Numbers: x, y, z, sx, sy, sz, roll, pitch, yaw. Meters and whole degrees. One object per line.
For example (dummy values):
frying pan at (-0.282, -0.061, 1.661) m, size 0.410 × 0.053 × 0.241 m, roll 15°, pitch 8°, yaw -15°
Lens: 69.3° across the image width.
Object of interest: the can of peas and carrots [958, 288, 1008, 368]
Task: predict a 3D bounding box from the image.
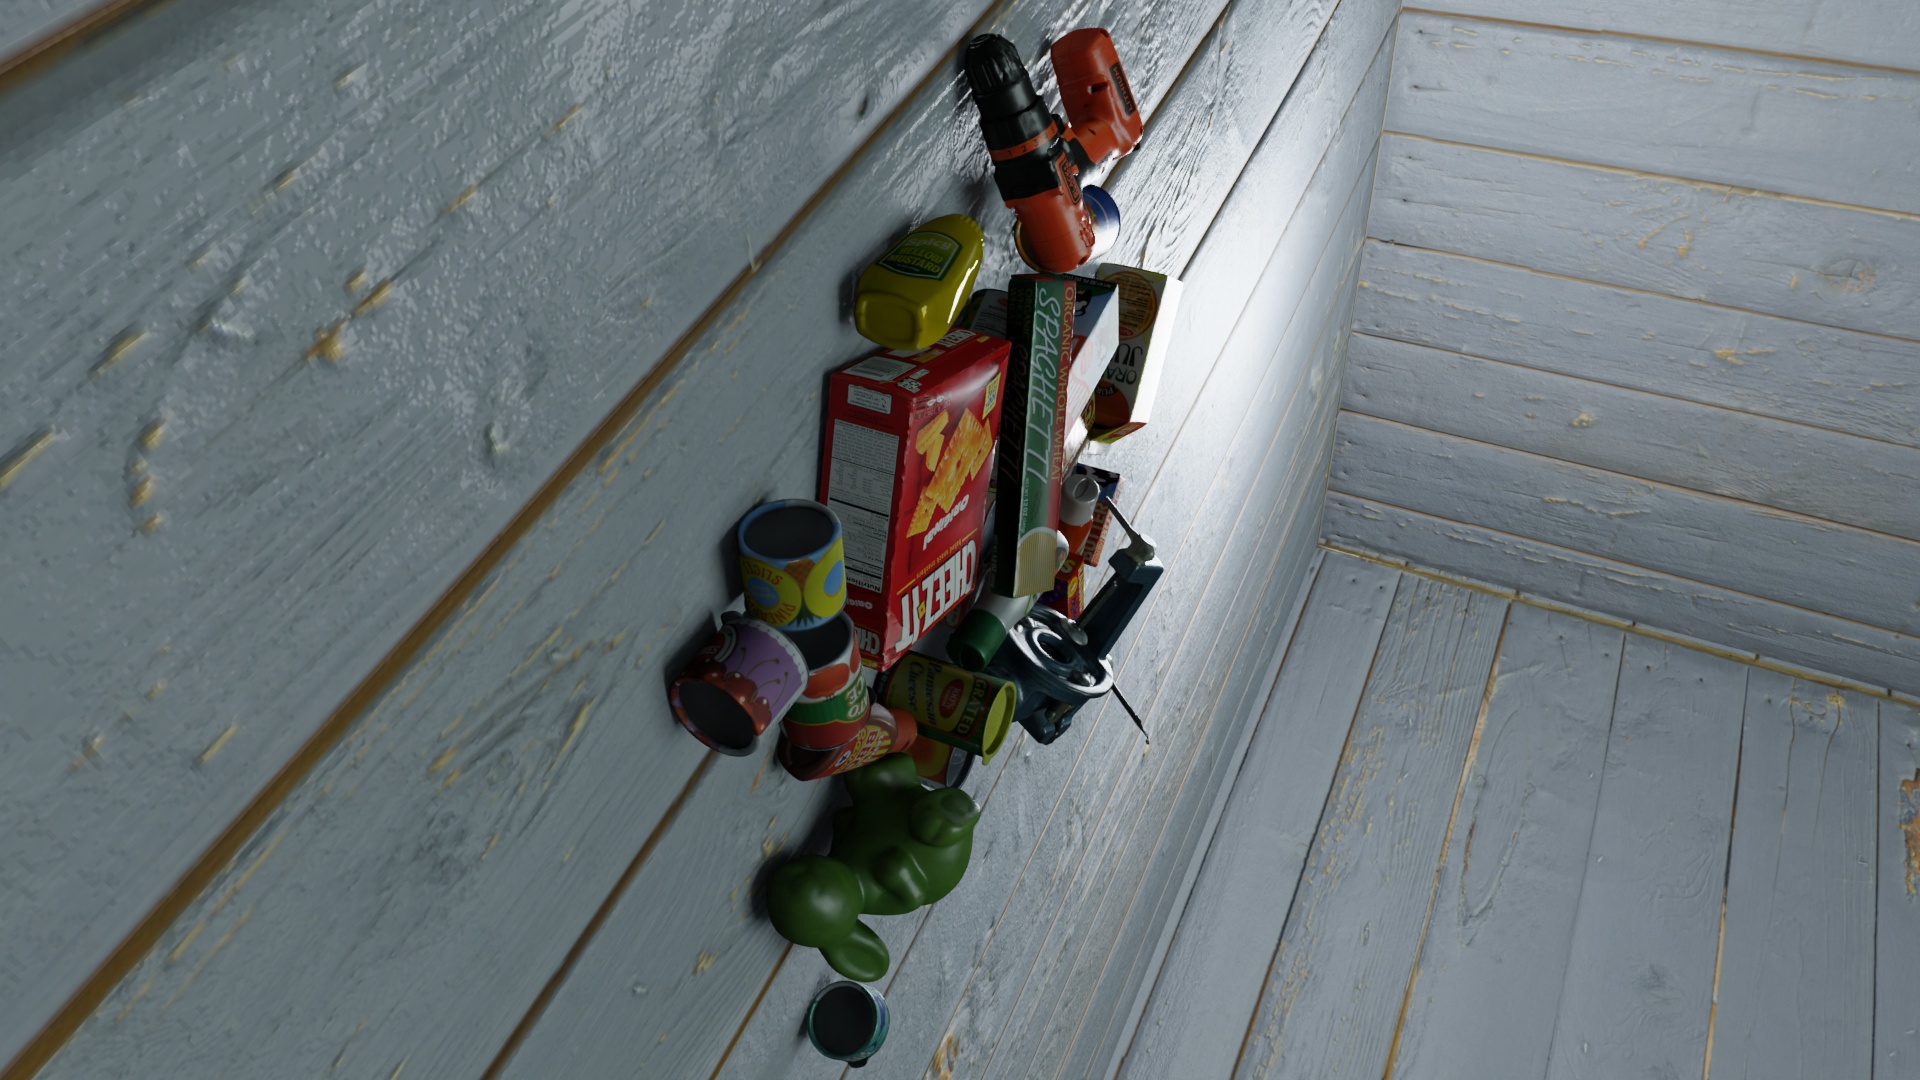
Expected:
can of peas and carrots at (0.029, -0.156, 1.097) m, size 0.059 × 0.071 × 0.070 m, roll -67°, pitch 159°, yaw -16°

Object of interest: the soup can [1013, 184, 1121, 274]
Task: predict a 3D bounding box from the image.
soup can at (0.089, -0.266, 1.175) m, size 0.084 × 0.071 × 0.071 m, roll -37°, pitch 139°, yaw -57°

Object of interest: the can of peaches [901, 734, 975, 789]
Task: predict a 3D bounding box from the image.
can of peaches at (-0.023, 0.182, 1.228) m, size 0.071 × 0.058 × 0.071 m, roll 15°, pitch 91°, yaw -69°

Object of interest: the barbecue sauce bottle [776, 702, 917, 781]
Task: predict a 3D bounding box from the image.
barbecue sauce bottle at (-0.079, 0.147, 1.057) m, size 0.064 × 0.044 × 0.148 m, roll -51°, pitch 160°, yaw 11°

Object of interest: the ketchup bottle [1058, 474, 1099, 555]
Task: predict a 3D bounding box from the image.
ketchup bottle at (0.107, -0.008, 1.397) m, size 0.065 × 0.043 × 0.148 m, roll -58°, pitch 168°, yaw -35°

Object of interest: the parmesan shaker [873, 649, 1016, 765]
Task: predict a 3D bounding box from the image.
parmesan shaker at (-0.015, 0.136, 1.147) m, size 0.071 × 0.103 × 0.071 m, roll 15°, pitch 91°, yaw -70°

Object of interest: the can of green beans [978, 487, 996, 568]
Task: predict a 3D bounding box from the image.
can of green beans at (0.004, -0.016, 1.147) m, size 0.071 × 0.058 × 0.071 m, roll 15°, pitch 91°, yaw -70°

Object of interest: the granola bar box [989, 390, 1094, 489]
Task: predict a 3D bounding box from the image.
granola bar box at (0.078, -0.103, 1.303) m, size 0.123 × 0.039 × 0.166 m, roll 80°, pitch 33°, yaw -50°

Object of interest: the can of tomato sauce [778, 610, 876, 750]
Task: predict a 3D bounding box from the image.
can of tomato sauce at (-0.097, 0.092, 0.949) m, size 0.082 × 0.071 × 0.071 m, roll 84°, pitch 30°, yaw -45°

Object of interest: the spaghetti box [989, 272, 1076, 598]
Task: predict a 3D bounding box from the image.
spaghetti box at (0.055, -0.079, 1.069) m, size 0.050 × 0.029 × 0.249 m, roll -10°, pitch 109°, yaw -45°

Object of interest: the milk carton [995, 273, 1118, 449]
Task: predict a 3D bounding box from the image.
milk carton at (0.072, -0.145, 1.208) m, size 0.073 × 0.072 × 0.191 m, roll 82°, pitch 32°, yaw -49°

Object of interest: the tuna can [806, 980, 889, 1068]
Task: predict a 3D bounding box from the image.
tuna can at (-0.097, 0.416, 1.195) m, size 0.071 × 0.071 × 0.032 m, roll -68°, pitch 157°, yaw -16°

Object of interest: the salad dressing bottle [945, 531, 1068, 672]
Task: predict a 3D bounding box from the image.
salad dressing bottle at (0.038, 0.046, 1.142) m, size 0.148 × 0.044 × 0.064 m, roll -52°, pitch 161°, yaw -38°

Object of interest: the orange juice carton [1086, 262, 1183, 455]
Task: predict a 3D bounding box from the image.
orange juice carton at (0.162, -0.180, 1.415) m, size 0.072 × 0.073 × 0.192 m, roll -8°, pitch 113°, yaw -68°

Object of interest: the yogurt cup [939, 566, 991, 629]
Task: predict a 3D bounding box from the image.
yogurt cup at (-0.001, 0.044, 1.184) m, size 0.072 × 0.054 × 0.072 m, roll 15°, pitch 91°, yaw -70°

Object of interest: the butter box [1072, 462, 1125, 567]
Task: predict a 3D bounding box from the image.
butter box at (0.135, -0.027, 1.487) m, size 0.024 × 0.053 × 0.103 m, roll 31°, pitch 76°, yaw -67°

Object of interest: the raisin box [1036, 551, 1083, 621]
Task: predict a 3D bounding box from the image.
raisin box at (0.075, 0.056, 1.347) m, size 0.040 × 0.086 × 0.122 m, roll -55°, pitch 153°, yaw -37°

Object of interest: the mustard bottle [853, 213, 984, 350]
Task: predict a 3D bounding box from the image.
mustard bottle at (-0.019, -0.188, 0.958) m, size 0.161 × 0.065 × 0.048 m, roll -60°, pitch 162°, yaw -47°

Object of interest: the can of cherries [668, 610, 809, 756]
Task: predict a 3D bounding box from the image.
can of cherries at (-0.138, 0.088, 0.852) m, size 0.059 × 0.071 × 0.071 m, roll -53°, pitch 151°, yaw -43°

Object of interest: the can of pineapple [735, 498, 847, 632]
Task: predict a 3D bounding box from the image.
can of pineapple at (-0.107, 0.016, 0.872) m, size 0.071 × 0.071 × 0.057 m, roll -53°, pitch 151°, yaw -44°
